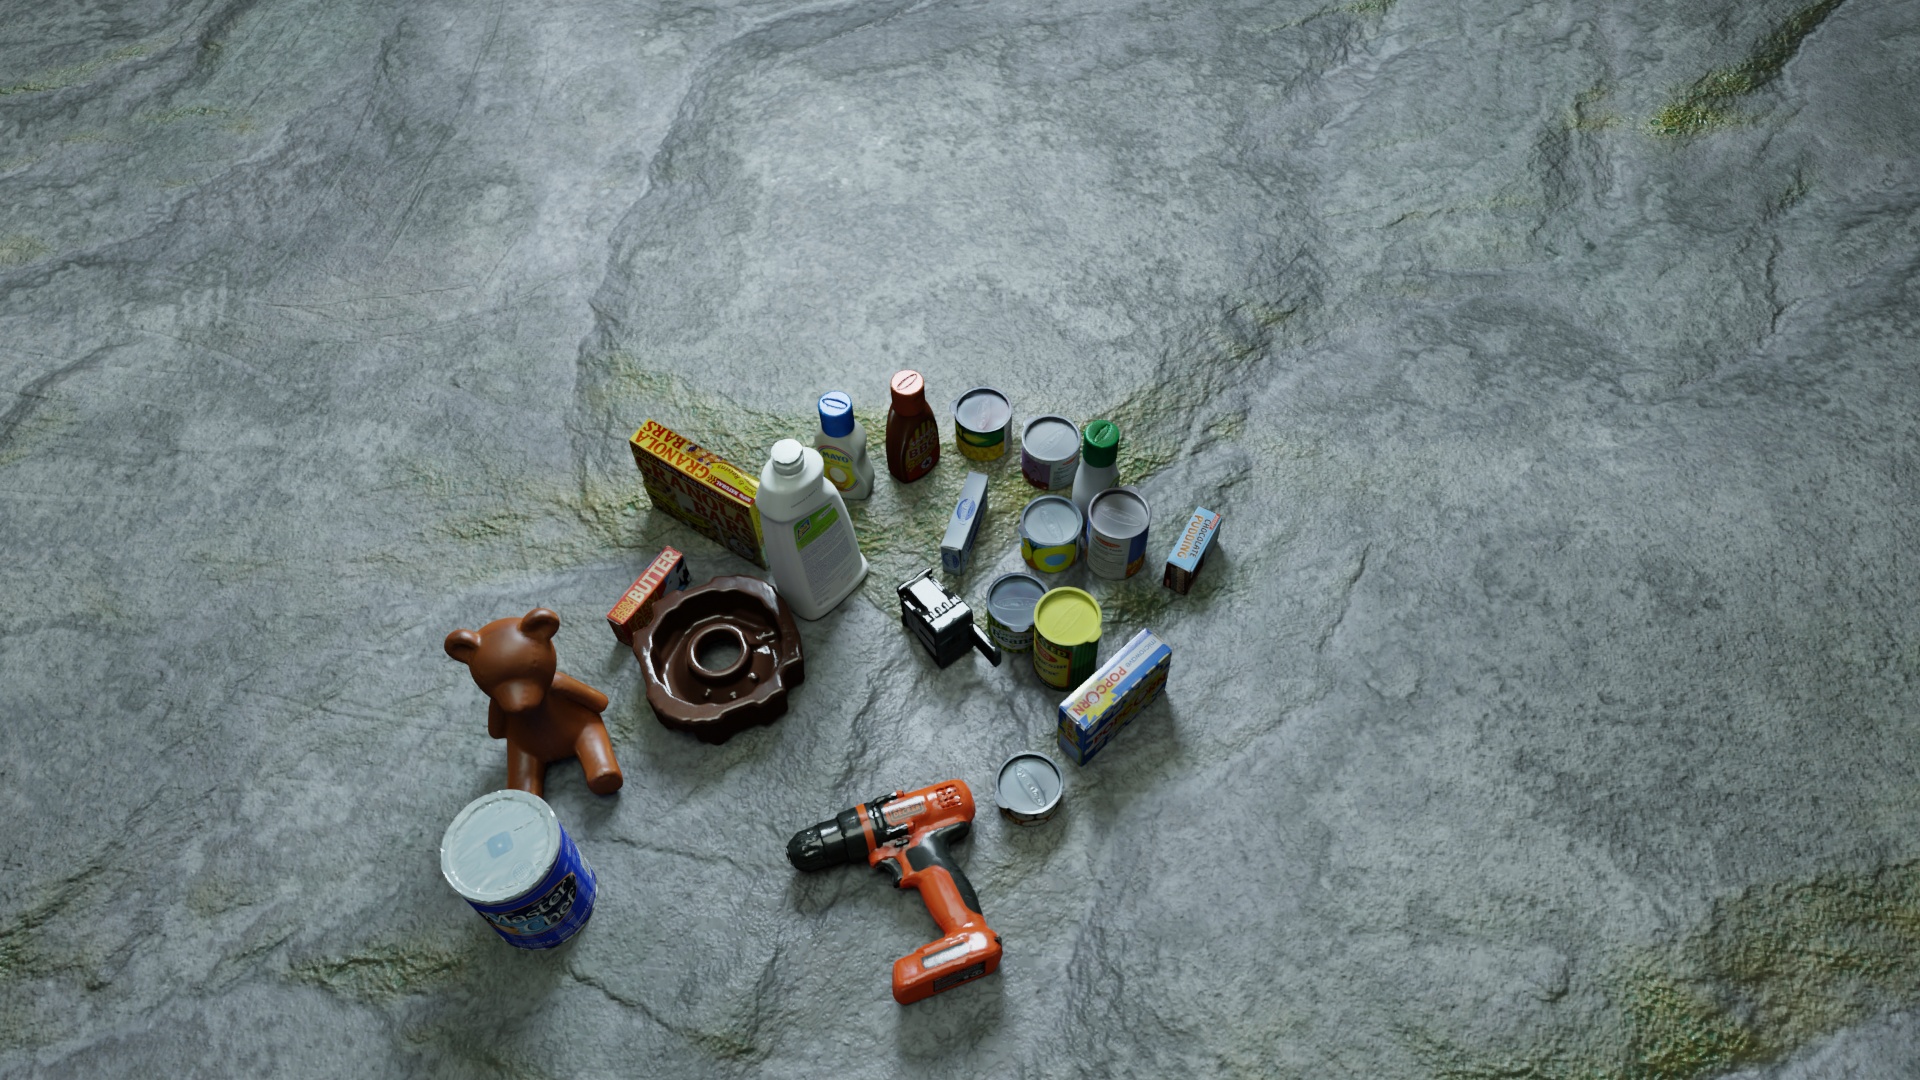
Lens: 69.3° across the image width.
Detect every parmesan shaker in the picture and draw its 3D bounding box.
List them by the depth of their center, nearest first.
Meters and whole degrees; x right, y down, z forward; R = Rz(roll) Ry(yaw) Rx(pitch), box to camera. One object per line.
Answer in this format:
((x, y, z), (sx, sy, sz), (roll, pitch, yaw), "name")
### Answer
((0.108, 0.103, 1.396), (0.071, 0.102, 0.071), (-1, 57, 1), "parmesan shaker")

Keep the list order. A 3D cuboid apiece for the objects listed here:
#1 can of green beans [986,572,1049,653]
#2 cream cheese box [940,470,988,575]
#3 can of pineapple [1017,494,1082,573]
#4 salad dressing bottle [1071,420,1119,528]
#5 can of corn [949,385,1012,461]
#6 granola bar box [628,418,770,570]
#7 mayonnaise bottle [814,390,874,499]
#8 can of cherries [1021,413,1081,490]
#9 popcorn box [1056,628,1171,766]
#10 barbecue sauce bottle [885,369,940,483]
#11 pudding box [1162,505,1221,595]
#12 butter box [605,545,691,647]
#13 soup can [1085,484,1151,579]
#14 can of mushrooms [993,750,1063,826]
((0.060, 0.076, 1.443), (0.071, 0.057, 0.071), (-1, 57, 1), "can of green beans")
((0.005, -0.019, 1.510), (0.024, 0.053, 0.104), (14, 58, 11), "cream cheese box")
((0.095, -0.006, 1.496), (0.071, 0.057, 0.071), (-1, 57, 1), "can of pineapple")
((0.146, -0.070, 1.483), (0.044, 0.147, 0.064), (30, 63, 20), "salad dressing bottle")
((0.024, -0.133, 1.582), (0.071, 0.058, 0.071), (-1, 57, 1), "can of corn")
((-0.272, -0.048, 1.495), (0.166, 0.123, 0.039), (28, 62, 19), "granola bar box")
((-0.130, -0.103, 1.513), (0.065, 0.147, 0.041), (15, 59, 11), "mayonnaise bottle")
((0.100, -0.100, 1.558), (0.071, 0.058, 0.072), (-1, 57, 1), "can of cherries")
((0.152, 0.155, 1.371), (0.127, 0.084, 0.038), (-39, 64, -21), "popcorn box")
((-0.055, -0.128, 1.527), (0.044, 0.147, 0.065), (39, 66, 24), "barbecue sauce bottle")
((0.248, 0.011, 1.485), (0.030, 0.049, 0.084), (25, 61, 17), "pudding box")
((-0.328, 0.060, 1.468), (0.024, 0.053, 0.104), (27, 61, 18), "butter box")
((0.168, -0.009, 1.480), (0.071, 0.083, 0.072), (-1, 57, 1), "soup can")
((0.065, 0.242, 1.347), (0.071, 0.033, 0.071), (-1, 57, 1), "can of mushrooms")
